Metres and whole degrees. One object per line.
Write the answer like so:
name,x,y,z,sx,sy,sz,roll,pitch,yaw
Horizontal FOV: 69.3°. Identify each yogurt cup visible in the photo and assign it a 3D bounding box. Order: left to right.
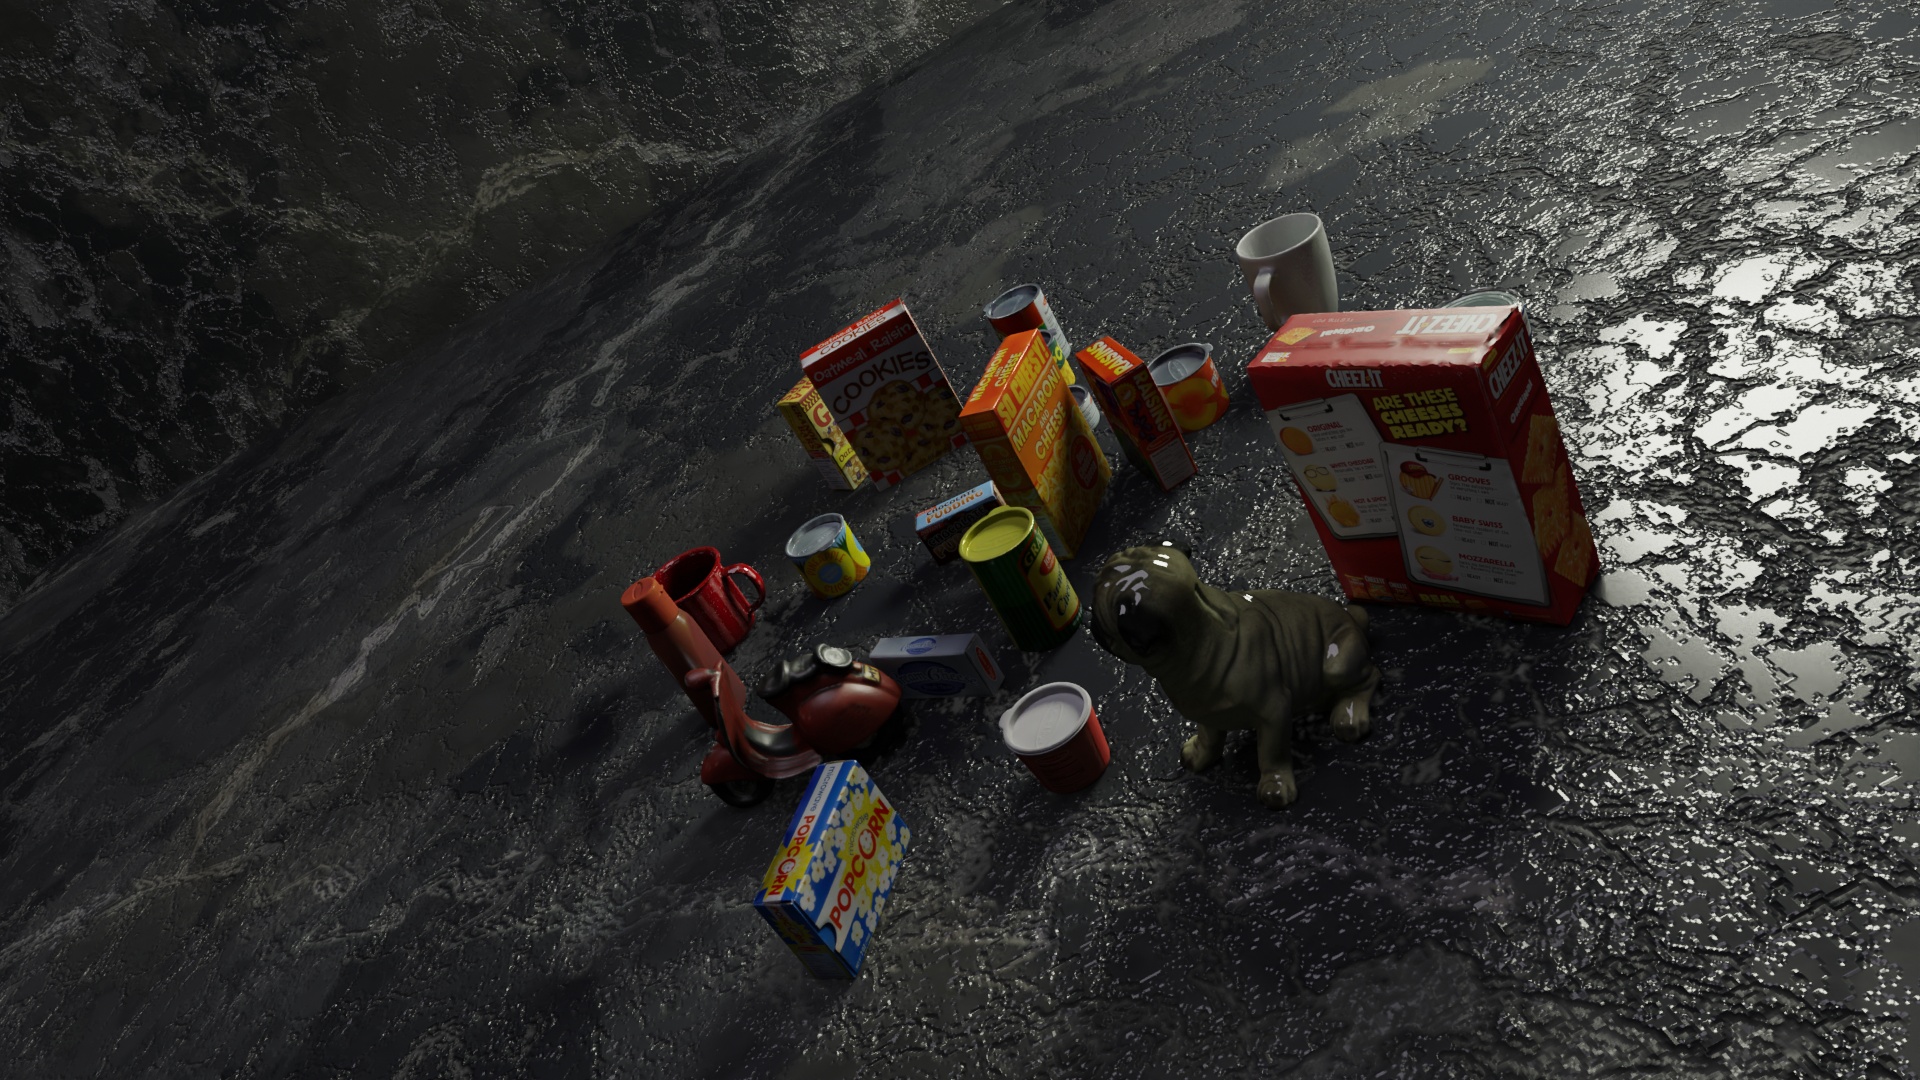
yogurt cup,0.072,0.143,0.992,0.072,0.053,0.073,-23,30,14

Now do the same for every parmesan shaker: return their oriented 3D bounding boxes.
parmesan shaker,0.051,0.031,1.132,0.071,0.102,0.072,-23,30,14

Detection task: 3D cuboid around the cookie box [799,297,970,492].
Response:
cookie box,-0.075,-0.152,1.459,0.123,0.167,0.040,-29,29,3

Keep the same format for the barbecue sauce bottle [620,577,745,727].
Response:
barbecue sauce bottle,-0.250,0.098,1.256,0.043,0.148,0.065,-28,29,6

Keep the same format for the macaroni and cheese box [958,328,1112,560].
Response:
macaroni and cheese box,0.068,-0.082,1.225,0.040,0.166,0.124,-9,36,34

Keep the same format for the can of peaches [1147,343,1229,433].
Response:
can of peaches,0.213,-0.142,1.295,0.071,0.058,0.071,-23,30,14

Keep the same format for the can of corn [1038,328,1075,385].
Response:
can of corn,0.083,-0.183,1.473,0.071,0.058,0.071,-23,30,14

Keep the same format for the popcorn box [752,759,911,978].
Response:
popcorn box,-0.087,0.229,0.974,0.038,0.085,0.127,-12,34,30

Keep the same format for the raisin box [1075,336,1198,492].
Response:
raisin box,0.156,-0.113,1.235,0.040,0.123,0.086,-32,29,-1

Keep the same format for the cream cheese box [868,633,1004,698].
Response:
cream cheese box,-0.020,0.104,1.136,0.103,0.053,0.024,-6,38,37

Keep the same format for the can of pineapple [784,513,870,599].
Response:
can of pineapple,-0.130,0.017,1.364,0.071,0.057,0.071,-23,30,14

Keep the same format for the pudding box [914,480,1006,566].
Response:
pudding box,0.005,-0.016,1.300,0.083,0.049,0.030,-24,30,12

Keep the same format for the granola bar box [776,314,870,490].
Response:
granola bar box,-0.112,-0.154,1.540,0.039,0.123,0.166,2,43,44

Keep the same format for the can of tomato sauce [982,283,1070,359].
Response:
can of tomato sauce,0.073,-0.229,1.529,0.071,0.082,0.071,-23,30,14

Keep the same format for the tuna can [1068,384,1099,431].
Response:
tuna can,0.102,-0.124,1.392,0.071,0.032,0.071,-23,30,14
